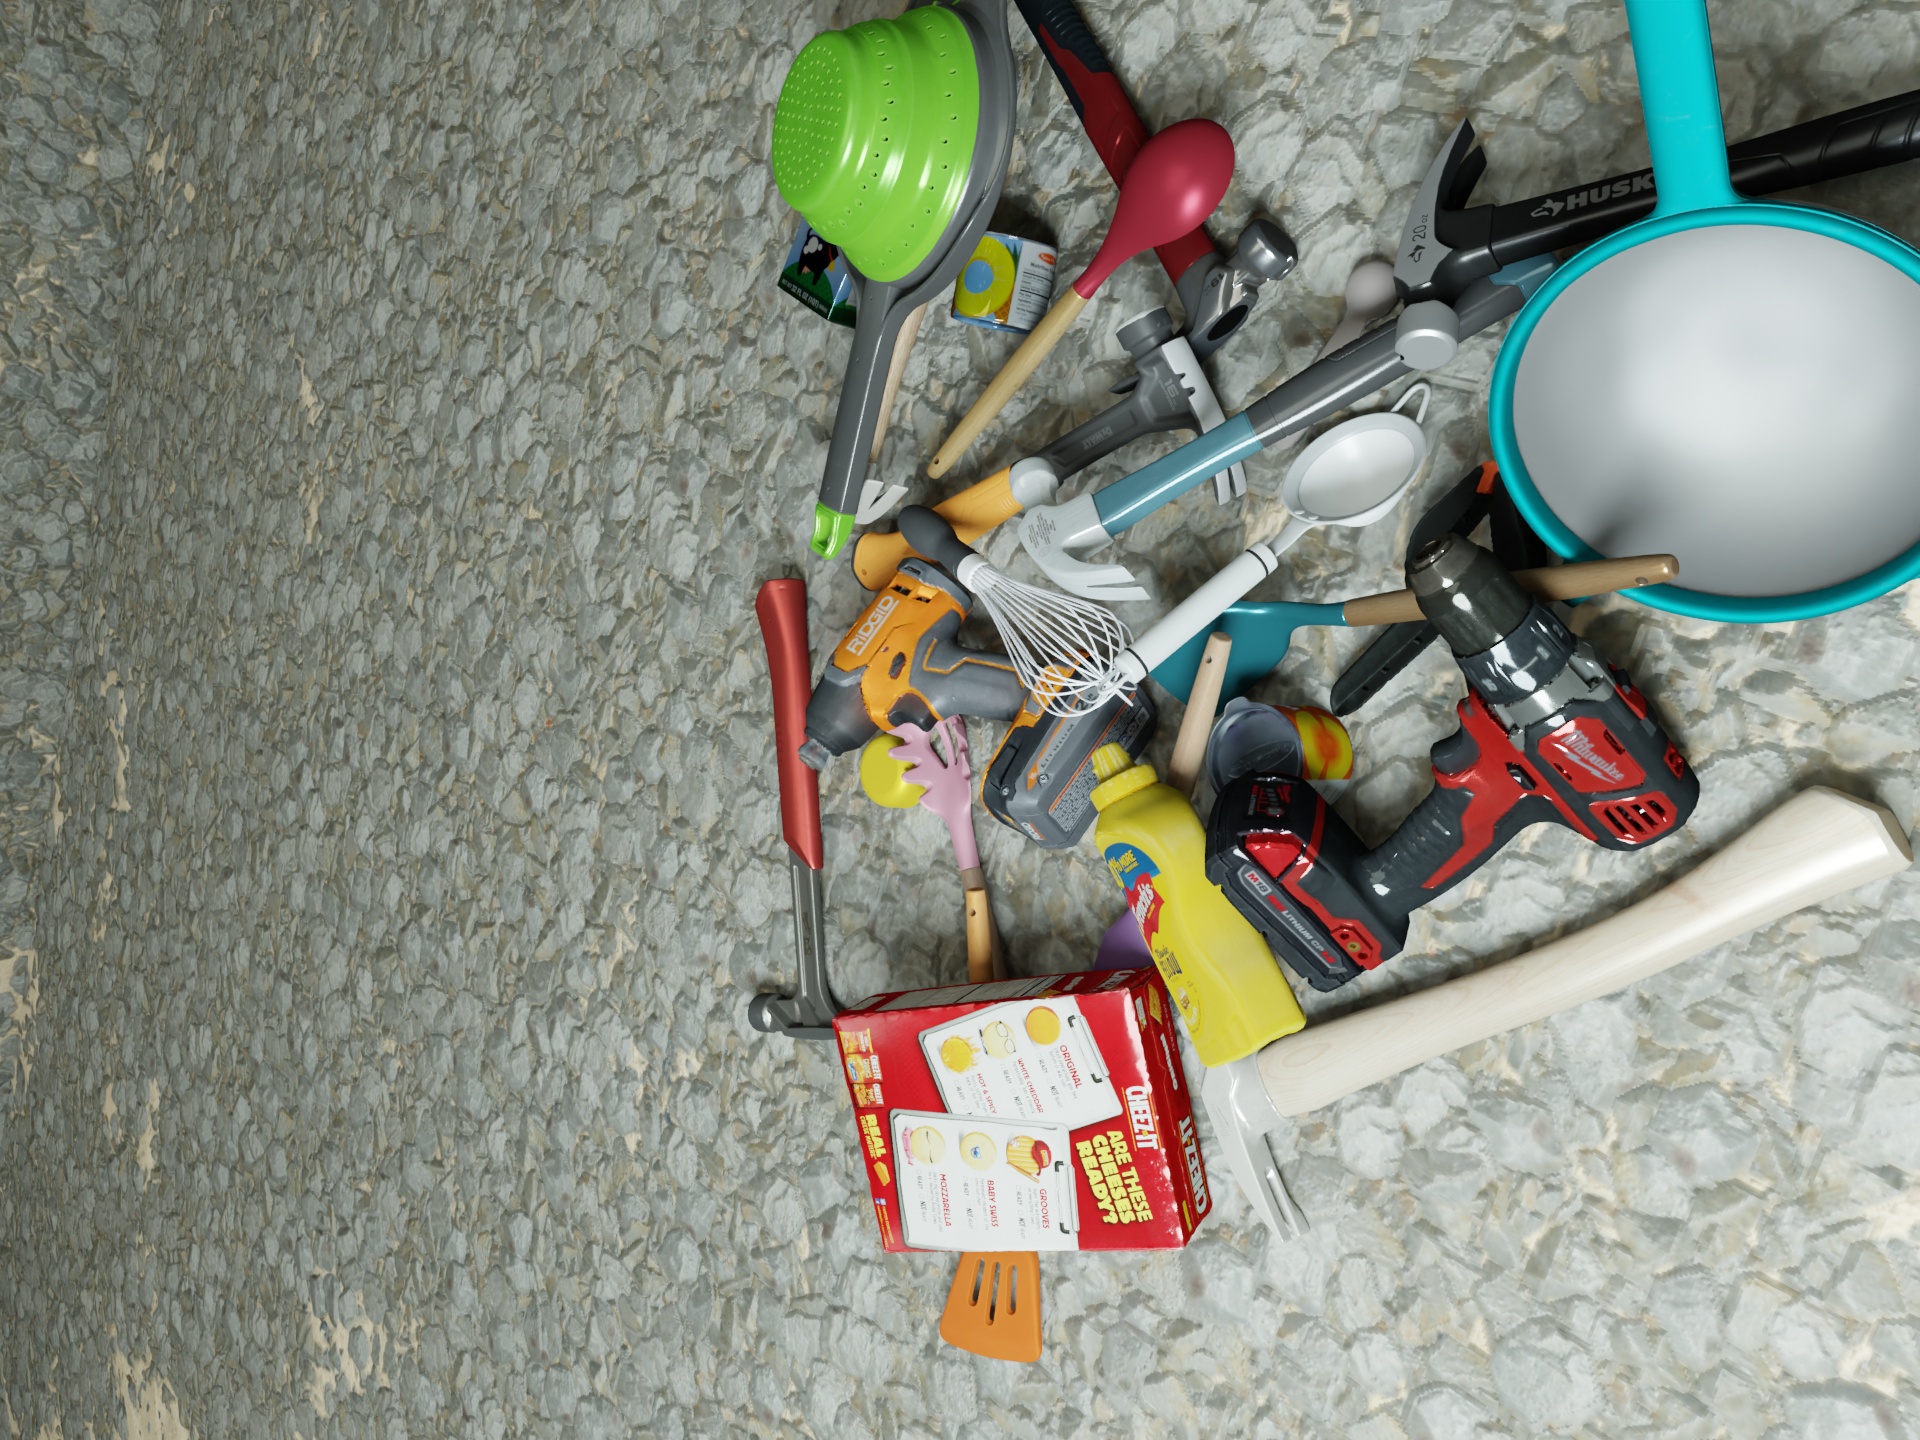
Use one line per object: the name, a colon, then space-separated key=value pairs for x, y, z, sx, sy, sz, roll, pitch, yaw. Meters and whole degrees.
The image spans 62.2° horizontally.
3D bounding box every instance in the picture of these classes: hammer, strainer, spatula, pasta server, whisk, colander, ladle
hammer: x=-0.119 y=0.067 z=1.241 sx=0.149 sy=0.036 sz=0.359 roll=-9 pitch=83 yaw=43
strainer: x=0.176 y=-0.095 z=0.900 sx=0.258 sy=0.050 sz=0.087 roll=-39 pitch=36 yaw=-8
hammer: x=0.178 y=-0.174 z=0.902 sx=0.331 sy=0.033 sz=0.128 roll=-28 pitch=48 yaw=20
hammer: x=0.040 y=-0.151 z=1.084 sx=0.337 sy=0.034 sz=0.127 roll=-23 pitch=96 yaw=46
spatula: x=0.123 y=0.086 z=0.975 sx=0.060 sy=0.018 sz=0.315 roll=36 pitch=129 yaw=37
hammer: x=0.083 y=-0.401 z=1.062 sx=0.143 sy=0.038 sz=0.387 roll=-41 pitch=62 yaw=37
pasta server: x=0.009 y=0.131 z=1.118 sx=0.060 sy=0.040 sz=0.316 roll=-21 pitch=76 yaw=31
hammer: x=0.375 y=-0.267 z=0.762 sx=0.335 sy=0.035 sz=0.146 roll=-7 pitch=58 yaw=36
whisk: x=0.025 y=-0.082 z=1.012 sx=0.285 sy=0.070 sz=0.070 roll=45 pitch=119 yaw=50
colander: x=-0.078 y=-0.301 z=1.050 sx=0.205 sy=0.094 sz=0.397 roll=37 pitch=118 yaw=51
spatula: x=0.230 y=-0.051 z=0.858 sx=0.317 sy=0.082 sz=0.044 roll=-7 pitch=52 yaw=52
spatula: x=0.017 y=0.274 z=1.084 sx=0.081 sy=0.041 sz=0.322 roll=1 pitch=99 yaw=31
hammer: x=0.297 y=0.154 z=0.848 sx=0.410 sy=0.038 sz=0.146 roll=-35 pitch=67 yaw=37
hammer: x=-0.037 y=-0.288 z=1.113 sx=0.130 sy=0.031 sz=0.331 roll=-116 pitch=39 yaw=-50
strainer: x=0.337 y=-0.205 z=0.699 sx=0.211 sy=0.095 sz=0.340 roll=1 pitch=128 yaw=39
ladle: x=0.064 y=-0.263 z=1.040 sx=0.315 sy=0.031 sz=0.069 roll=-45 pitch=62 yaw=40

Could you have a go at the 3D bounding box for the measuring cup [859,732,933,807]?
measuring cup: x=-0.061 y=-0.010 z=1.191 sx=0.062 sy=0.029 sz=0.156 roll=-22 pitch=76 yaw=41

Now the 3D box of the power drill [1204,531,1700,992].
power drill: x=0.232 y=0.024 z=0.821 sx=0.226 sy=0.080 sz=0.187 roll=-36 pitch=105 yaw=32

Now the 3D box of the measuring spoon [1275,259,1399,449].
measuring spoon: x=0.218 y=-0.216 z=0.943 sx=0.034 sy=0.018 sz=0.124 roll=46 pitch=119 yaw=34

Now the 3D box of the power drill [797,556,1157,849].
power drill: x=-0.002 y=-0.003 z=1.061 sx=0.227 sy=0.084 sz=0.164 roll=29 pitch=78 yaw=36
